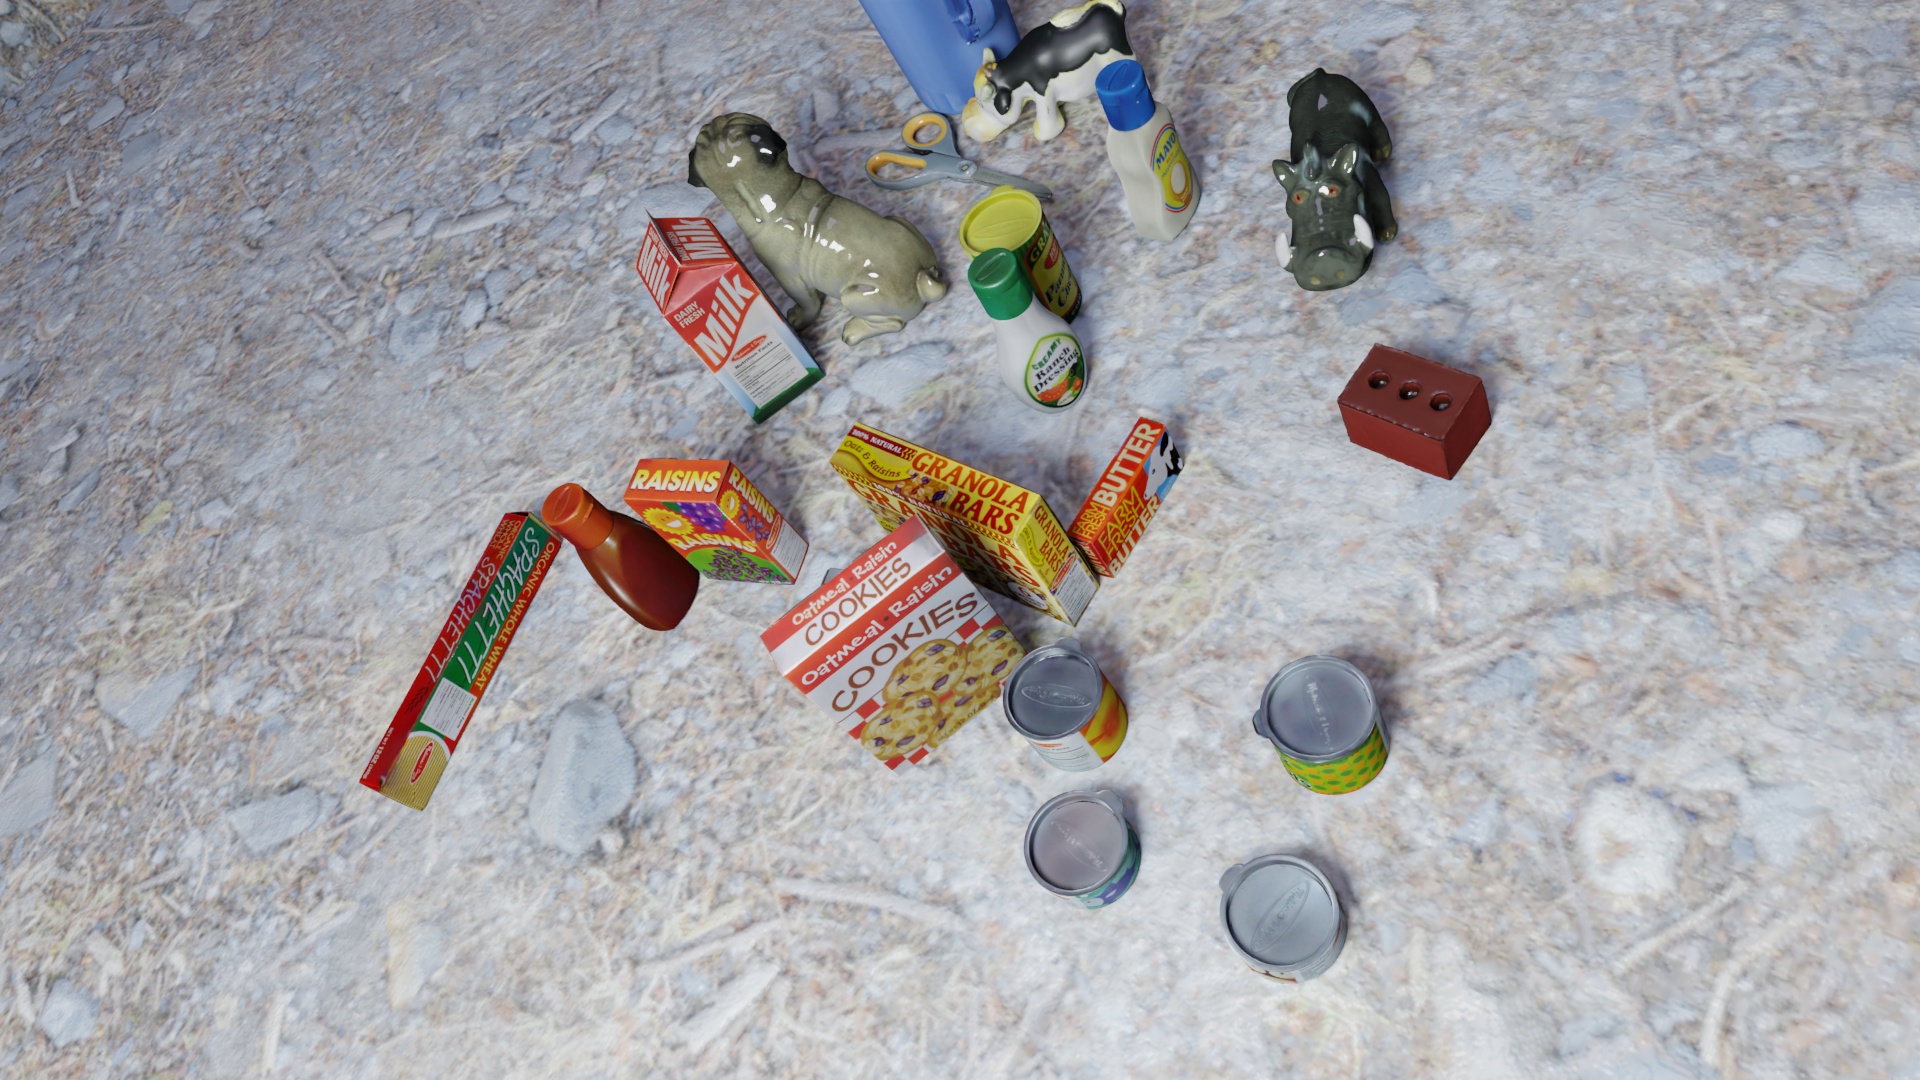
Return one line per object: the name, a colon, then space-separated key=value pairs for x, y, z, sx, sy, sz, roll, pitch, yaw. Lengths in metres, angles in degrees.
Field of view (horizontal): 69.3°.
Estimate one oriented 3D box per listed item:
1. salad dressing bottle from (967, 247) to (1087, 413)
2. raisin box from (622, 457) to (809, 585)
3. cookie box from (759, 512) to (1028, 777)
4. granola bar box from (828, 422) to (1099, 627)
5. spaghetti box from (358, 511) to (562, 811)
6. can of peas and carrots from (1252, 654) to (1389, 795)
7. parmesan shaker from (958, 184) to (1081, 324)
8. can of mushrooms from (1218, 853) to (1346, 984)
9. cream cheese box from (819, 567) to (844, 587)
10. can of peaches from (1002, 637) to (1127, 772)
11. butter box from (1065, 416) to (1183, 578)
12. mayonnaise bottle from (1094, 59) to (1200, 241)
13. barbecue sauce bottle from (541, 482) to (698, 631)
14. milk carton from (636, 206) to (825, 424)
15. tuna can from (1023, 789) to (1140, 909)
salad dressing bottle: x=0.048 y=-0.150 z=1.005 sx=0.064 sy=0.147 sz=0.044 roll=-43 pitch=52 yaw=-5
raisin box: x=-0.181 y=-0.014 z=1.041 sx=0.086 sy=0.123 sz=0.040 roll=3 pitch=62 yaw=27
cookie box: x=-0.035 y=0.071 z=0.890 sx=0.123 sy=0.167 sz=0.040 roll=-38 pitch=52 yaw=-1
granola bar box: x=0.003 y=-0.012 z=0.952 sx=0.166 sy=0.124 sz=0.039 roll=24 pitch=72 yaw=35
spaghetti box: x=-0.399 y=0.093 z=1.123 sx=0.028 sy=0.050 sz=0.251 roll=7 pitch=63 yaw=29
can of peas and carrots: x=0.212 y=0.110 z=0.816 sx=0.071 sy=0.058 sz=0.071 roll=-12 pitch=56 yaw=18
parmesan shaker: x=0.049 y=-0.214 z=1.073 sx=0.071 sy=0.102 sz=0.071 roll=-12 pitch=56 yaw=19
can of mushrooms: x=0.180 y=0.212 z=0.782 sx=0.071 sy=0.033 sz=0.071 roll=-12 pitch=55 yaw=18
cream cheese box: x=-0.044 y=0.047 z=0.982 sx=0.104 sy=0.053 sz=0.024 roll=7 pitch=63 yaw=29
can of peaches: x=0.069 y=0.106 z=0.888 sx=0.071 sy=0.058 sz=0.071 roll=-12 pitch=56 yaw=18
butter box: x=0.114 y=-0.029 z=0.955 sx=0.024 sy=0.053 sz=0.104 roll=23 pitch=72 yaw=35
mayonnaise bottle: x=0.141 y=-0.297 z=1.054 sx=0.041 sy=0.147 sz=0.065 roll=18 pitch=69 yaw=33
barbecue sauce bottle: x=-0.255 y=0.010 z=1.045 sx=0.043 sy=0.148 sz=0.065 roll=3 pitch=62 yaw=27
milk carton: x=-0.192 y=-0.186 z=1.114 sx=0.073 sy=0.190 sz=0.072 roll=-36 pitch=52 yaw=1
tuna can: x=0.076 y=0.187 z=0.848 sx=0.071 sy=0.032 sz=0.071 roll=-12 pitch=55 yaw=18
